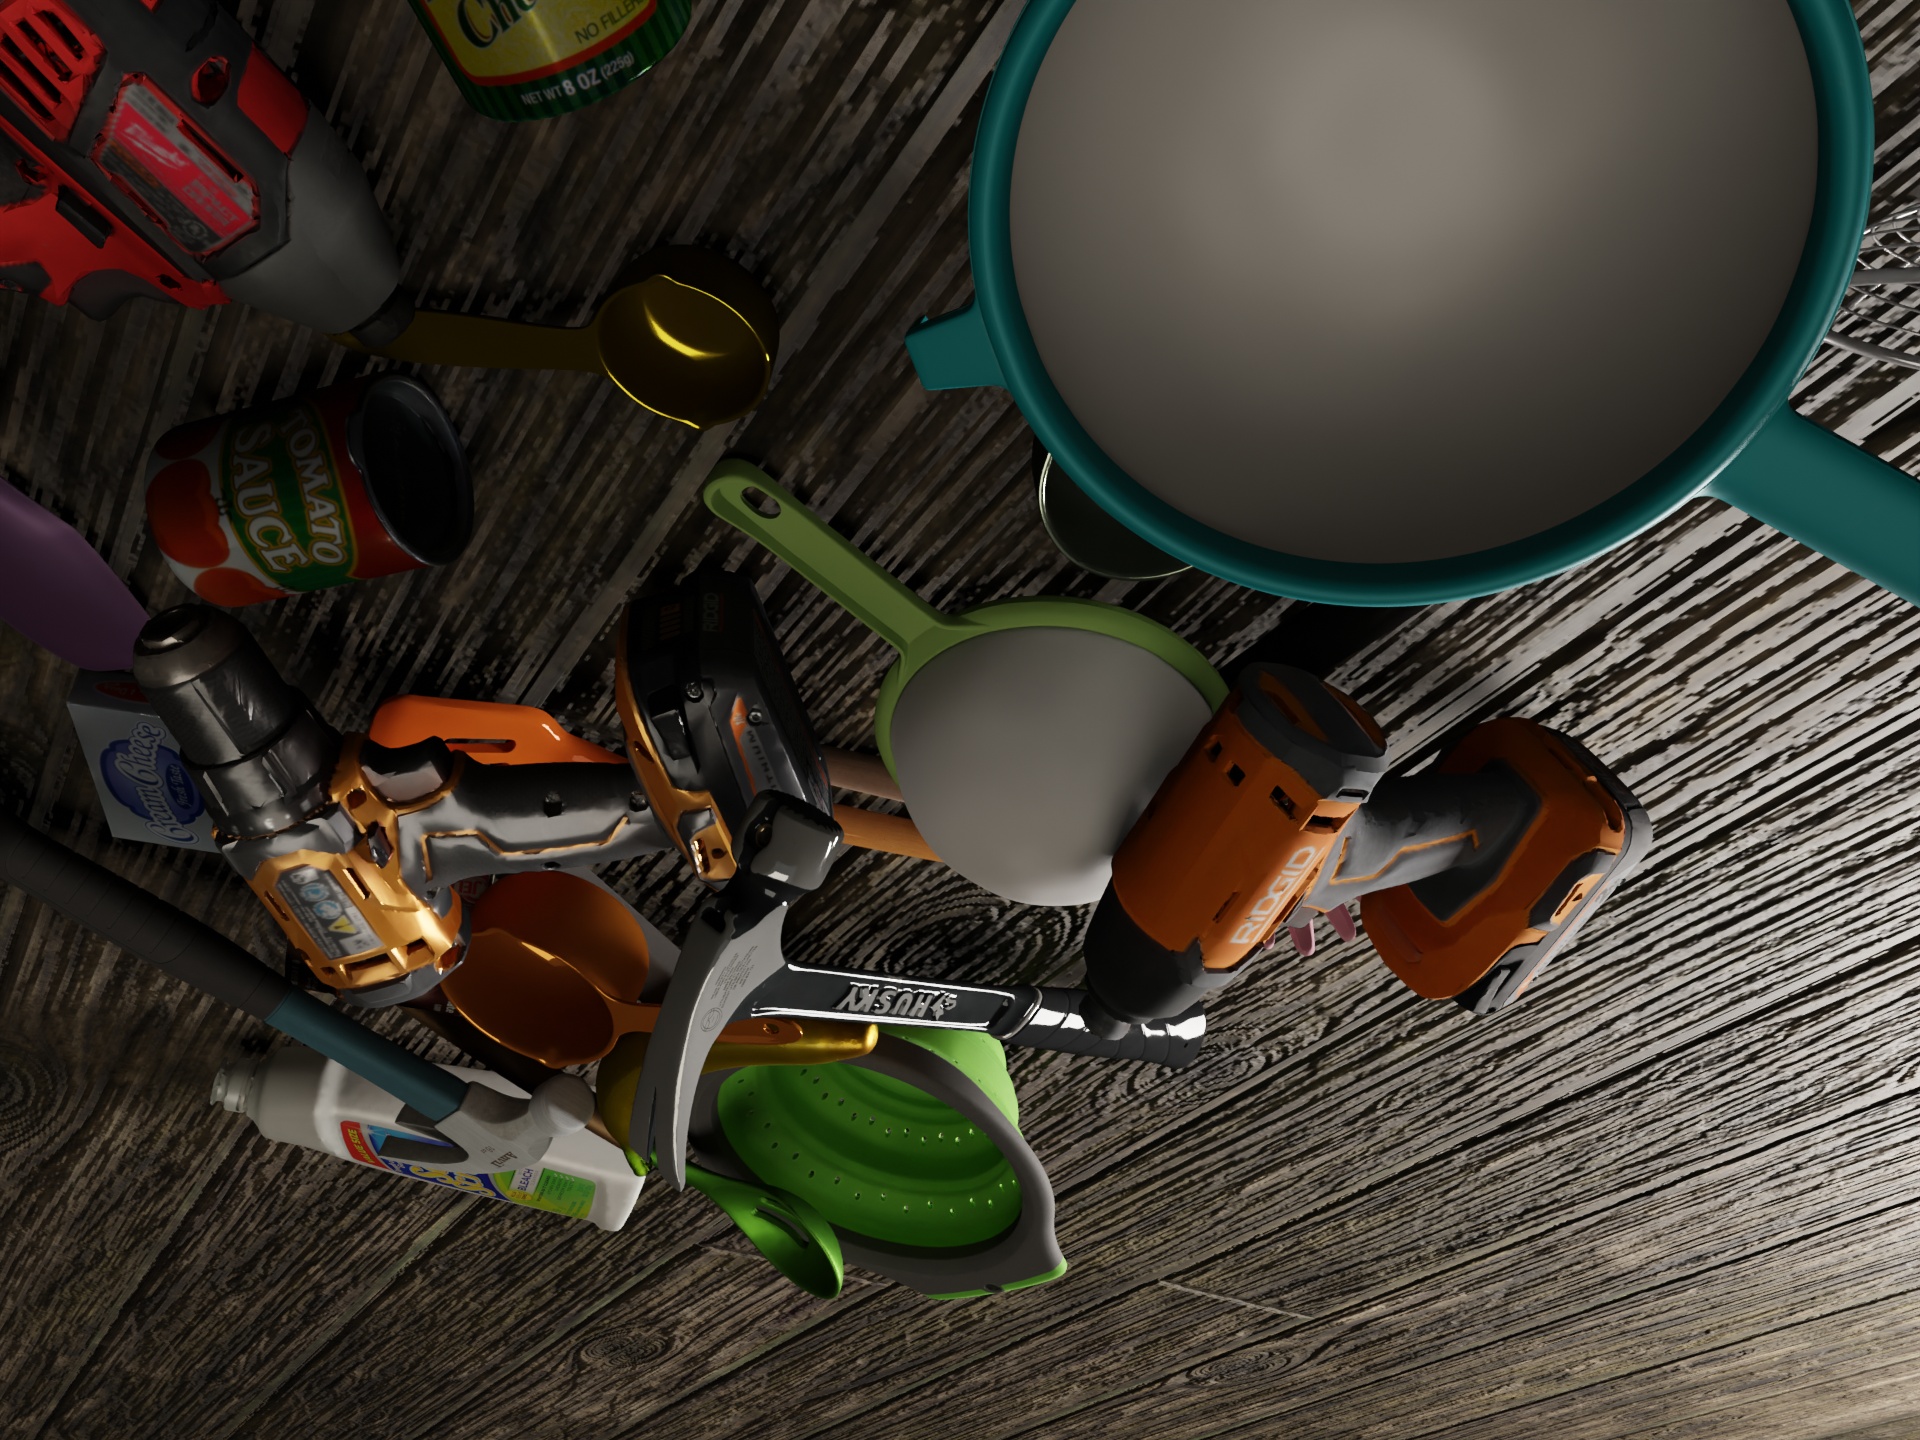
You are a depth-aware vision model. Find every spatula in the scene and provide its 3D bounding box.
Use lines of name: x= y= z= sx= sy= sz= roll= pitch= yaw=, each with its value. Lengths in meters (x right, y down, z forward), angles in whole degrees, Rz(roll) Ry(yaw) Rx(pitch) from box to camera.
spatula: x=-0.366 y=-0.116 z=0.535 sx=0.060 sy=0.018 sz=0.315 roll=-4 pitch=142 yaw=4
spatula: x=-0.099 y=0.043 z=0.714 sx=0.322 sy=0.041 sz=0.081 roll=13 pitch=123 yaw=-17

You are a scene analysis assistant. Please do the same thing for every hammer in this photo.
hammer: x=-0.345 y=0.130 z=0.776 sx=0.330 sy=0.033 sz=0.128 roll=38 pitch=133 yaw=-20
hammer: x=0.012 y=0.136 z=0.720 sx=0.408 sy=0.036 sz=0.149 roll=22 pitch=96 yaw=-54

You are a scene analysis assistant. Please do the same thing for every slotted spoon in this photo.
slotted spoon: x=-0.192 y=0.208 z=0.841 sx=0.314 sy=0.031 sz=0.070 roll=31 pitch=139 yaw=2

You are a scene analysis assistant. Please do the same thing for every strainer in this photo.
strainer: x=-0.001 y=-0.002 z=0.609 sx=0.151 sy=0.069 sz=0.256 roll=-32 pitch=124 yaw=34
strainer: x=0.170 y=-0.113 z=0.430 sx=0.340 sy=0.095 sz=0.211 roll=26 pitch=130 yaw=-8

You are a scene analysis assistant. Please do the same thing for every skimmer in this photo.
skimmer: x=0.221 y=-0.056 z=0.538 sx=0.127 sy=0.090 sz=0.363 roll=7 pitch=149 yaw=-42

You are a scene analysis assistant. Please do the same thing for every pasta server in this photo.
pasta server: x=0.039 y=0.047 z=0.720 sx=0.316 sy=0.040 sz=0.060 roll=14 pitch=128 yaw=-14

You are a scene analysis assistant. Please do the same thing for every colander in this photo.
colander: x=-0.091 y=0.150 z=0.827 sx=0.204 sy=0.095 sz=0.396 roll=-26 pitch=117 yaw=37

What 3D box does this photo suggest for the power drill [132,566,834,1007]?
power drill: x=-0.179 y=0.012 z=0.611 sx=0.226 sy=0.084 sz=0.185 roll=-16 pitch=128 yaw=4

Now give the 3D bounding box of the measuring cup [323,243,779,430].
measuring cup: x=-0.133 y=-0.130 z=0.516 sx=0.156 sy=0.029 sz=0.062 roll=7 pitch=143 yaw=11

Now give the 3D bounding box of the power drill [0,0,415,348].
power drill: x=-0.277 y=-0.126 z=0.463 sx=0.219 sy=0.079 sz=0.143 roll=-25 pitch=139 yaw=16

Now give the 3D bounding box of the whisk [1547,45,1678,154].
whisk: x=0.251 y=-0.211 z=0.381 sx=0.055 sy=0.055 sz=0.239 roll=30 pitch=137 yaw=-32

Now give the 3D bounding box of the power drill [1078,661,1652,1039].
power drill: x=0.153 y=0.065 z=0.633 sx=0.226 sy=0.084 sz=0.164 roll=7 pitch=126 yaw=-37

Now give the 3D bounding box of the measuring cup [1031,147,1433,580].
measuring cup: x=0.087 y=-0.119 z=0.517 sx=0.083 sy=0.038 sz=0.167 roll=26 pitch=119 yaw=-26

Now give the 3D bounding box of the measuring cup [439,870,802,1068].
measuring cup: x=-0.146 y=0.112 z=0.714 sx=0.173 sy=0.052 sz=0.095 roll=5 pitch=131 yaw=14
